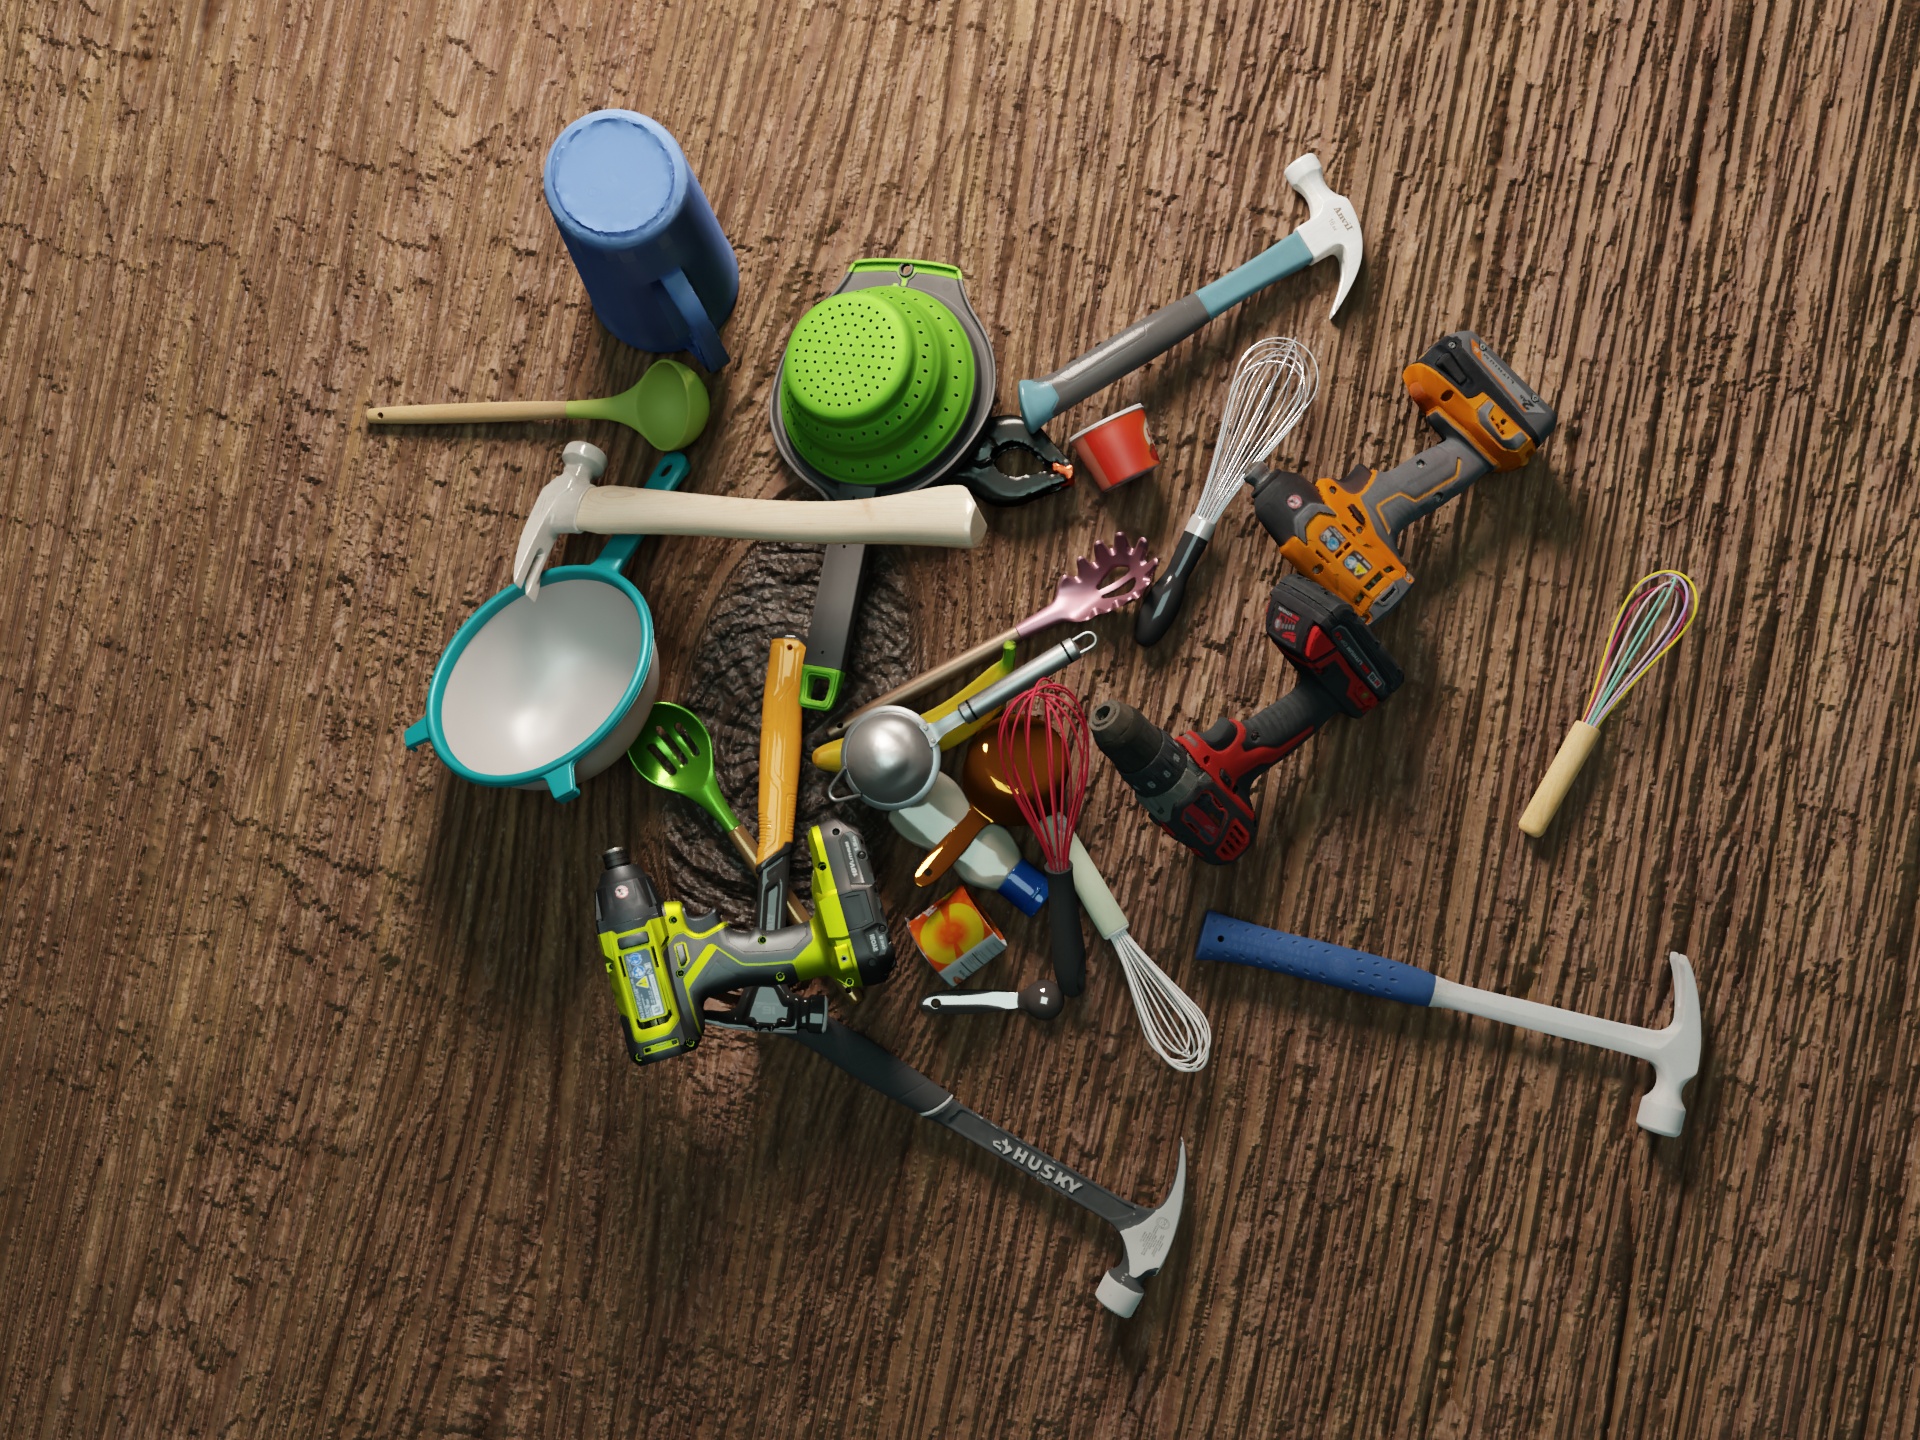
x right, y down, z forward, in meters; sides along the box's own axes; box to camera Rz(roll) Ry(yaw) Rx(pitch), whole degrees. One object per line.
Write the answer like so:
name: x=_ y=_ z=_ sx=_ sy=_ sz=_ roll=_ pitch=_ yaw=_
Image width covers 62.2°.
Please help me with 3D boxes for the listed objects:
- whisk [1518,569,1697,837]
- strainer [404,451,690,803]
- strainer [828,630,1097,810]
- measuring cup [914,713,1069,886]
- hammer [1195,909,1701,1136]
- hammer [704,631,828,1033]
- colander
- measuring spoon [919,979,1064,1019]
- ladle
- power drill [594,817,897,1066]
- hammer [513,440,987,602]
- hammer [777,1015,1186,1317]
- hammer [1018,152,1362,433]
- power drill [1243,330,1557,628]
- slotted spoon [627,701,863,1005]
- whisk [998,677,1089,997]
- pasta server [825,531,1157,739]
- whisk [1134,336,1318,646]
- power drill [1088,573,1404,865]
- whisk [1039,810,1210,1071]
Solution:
whisk: x=0.527 y=-0.013 z=1.297 sx=0.047 sy=0.051 sz=0.245 roll=29 pitch=93 yaw=1
strainer: x=-0.306 y=-0.073 z=1.362 sx=0.211 sy=0.095 sz=0.340 roll=15 pitch=66 yaw=29
strainer: x=-0.002 y=-0.004 z=1.291 sx=0.258 sy=0.050 sz=0.087 roll=-31 pitch=82 yaw=4
measuring cup: x=0.021 y=0.066 z=1.302 sx=0.095 sy=0.052 sz=0.174 roll=38 pitch=65 yaw=10
hammer: x=0.397 y=0.218 z=1.300 sx=0.405 sy=0.035 sz=0.144 roll=13 pitch=89 yaw=6
hammer: x=-0.164 y=0.091 z=1.340 sx=0.127 sy=0.034 sz=0.337 roll=4 pitch=80 yaw=-5
colander: x=-0.095 y=-0.208 z=1.314 sx=0.204 sy=0.094 sz=0.397 roll=9 pitch=85 yaw=19
measuring spoon: x=0.026 y=0.238 z=1.344 sx=0.124 sy=0.018 sz=0.034 roll=-3 pitch=87 yaw=6
ladle: x=-0.373 y=-0.272 z=1.391 sx=0.320 sy=0.062 sz=0.078 roll=0 pitch=97 yaw=8
power drill: x=-0.175 y=0.162 z=1.273 sx=0.223 sy=0.080 sz=0.171 roll=-16 pitch=83 yaw=-6
hammer: x=-0.175 y=-0.154 z=1.275 sx=0.411 sy=0.038 sz=0.146 roll=5 pitch=64 yaw=25
hammer: x=0.000 y=0.329 z=1.334 sx=0.409 sy=0.036 sz=0.149 roll=30 pitch=89 yaw=7
hammer: x=0.190 y=-0.341 z=1.336 sx=0.331 sy=0.033 sz=0.128 roll=-31 pitch=86 yaw=-3
power drill: x=0.349 y=-0.207 z=1.293 sx=0.164 sy=0.084 sz=0.226 roll=44 pitch=90 yaw=0
slotted spoon: x=-0.181 y=0.116 z=1.367 sx=0.070 sy=0.031 sz=0.314 roll=-37 pitch=86 yaw=0
whisk: x=0.076 y=0.100 z=1.273 sx=0.073 sy=0.073 sz=0.295 roll=-5 pitch=117 yaw=5
pasta server: x=0.024 y=-0.064 z=1.350 sx=0.316 sy=0.040 sz=0.060 roll=-28 pitch=70 yaw=5
whisk: x=0.215 y=-0.190 z=1.329 sx=0.070 sy=0.070 sz=0.284 roll=27 pitch=95 yaw=6
power drill: x=0.222 y=-0.010 z=1.271 sx=0.226 sy=0.080 sz=0.187 roll=-46 pitch=122 yaw=2
whisk: x=0.134 y=0.183 z=1.326 sx=0.058 sy=0.059 sz=0.246 roll=-23 pitch=78 yaw=-40
